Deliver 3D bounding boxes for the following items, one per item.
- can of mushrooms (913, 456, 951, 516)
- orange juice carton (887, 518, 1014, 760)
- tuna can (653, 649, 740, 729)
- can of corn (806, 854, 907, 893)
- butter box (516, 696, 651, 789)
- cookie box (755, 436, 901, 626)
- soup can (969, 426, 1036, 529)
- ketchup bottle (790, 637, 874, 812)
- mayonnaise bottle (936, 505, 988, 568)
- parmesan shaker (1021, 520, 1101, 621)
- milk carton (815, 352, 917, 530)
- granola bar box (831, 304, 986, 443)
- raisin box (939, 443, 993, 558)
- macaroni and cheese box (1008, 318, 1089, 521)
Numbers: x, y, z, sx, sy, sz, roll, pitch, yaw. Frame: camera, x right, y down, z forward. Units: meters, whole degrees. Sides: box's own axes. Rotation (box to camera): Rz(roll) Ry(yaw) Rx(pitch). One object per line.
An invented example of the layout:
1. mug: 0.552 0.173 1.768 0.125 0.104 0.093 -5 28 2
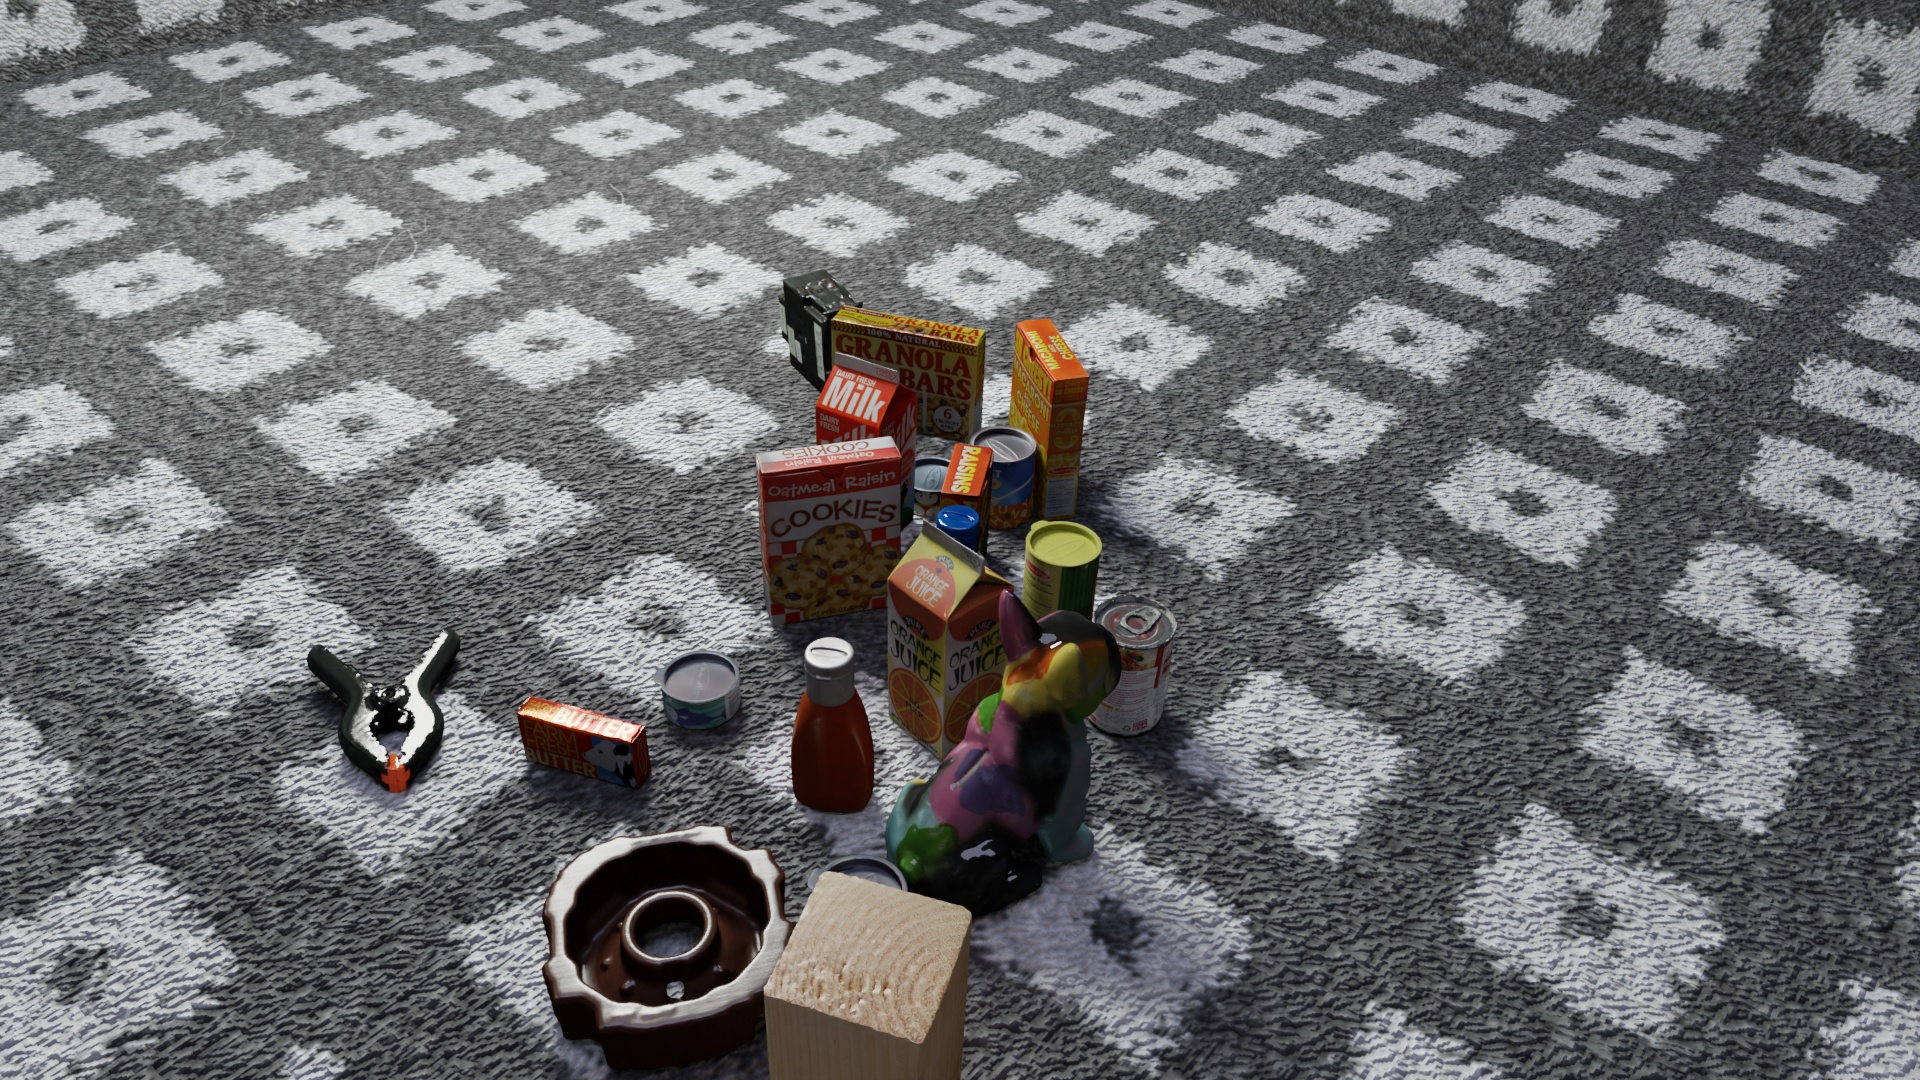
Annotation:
1. can of mushrooms: -0.031 -0.056 1.424 0.071 0.033 0.071 2 36 -1
2. orange juice carton: -0.009 0.075 1.115 0.073 0.191 0.072 -26 45 -33
3. tuna can: -0.221 0.126 1.167 0.071 0.032 0.071 2 36 -1
4. can of corn: -0.072 0.263 0.969 0.071 0.058 0.071 2 36 -1
5. butter box: -0.298 0.160 1.099 0.103 0.052 0.024 12 37 13
6. cookie box: -0.116 -0.007 1.241 0.123 0.166 0.040 -9 38 -15
7. soup can: 0.038 -0.062 1.394 0.071 0.083 0.072 2 36 -1
8. ketchup bottle: -0.098 0.141 1.056 0.065 0.148 0.044 7 36 7
9. mayonnaise bottle: -0.004 0.039 1.201 0.065 0.147 0.041 17 39 18
10. parmesan shaker: 0.087 0.042 1.240 0.071 0.102 0.072 2 36 -1
11. milk carton: -0.090 -0.089 1.335 0.072 0.189 0.074 19 39 22
12. granola bar box: -0.057 -0.182 1.518 0.165 0.123 0.039 12 37 13
13. raisin box: 0.005 -0.016 1.297 0.040 0.122 0.086 7 37 7
14. macaroni and cheese box: 0.085 -0.122 1.410 0.040 0.165 0.124 -8 37 -14
